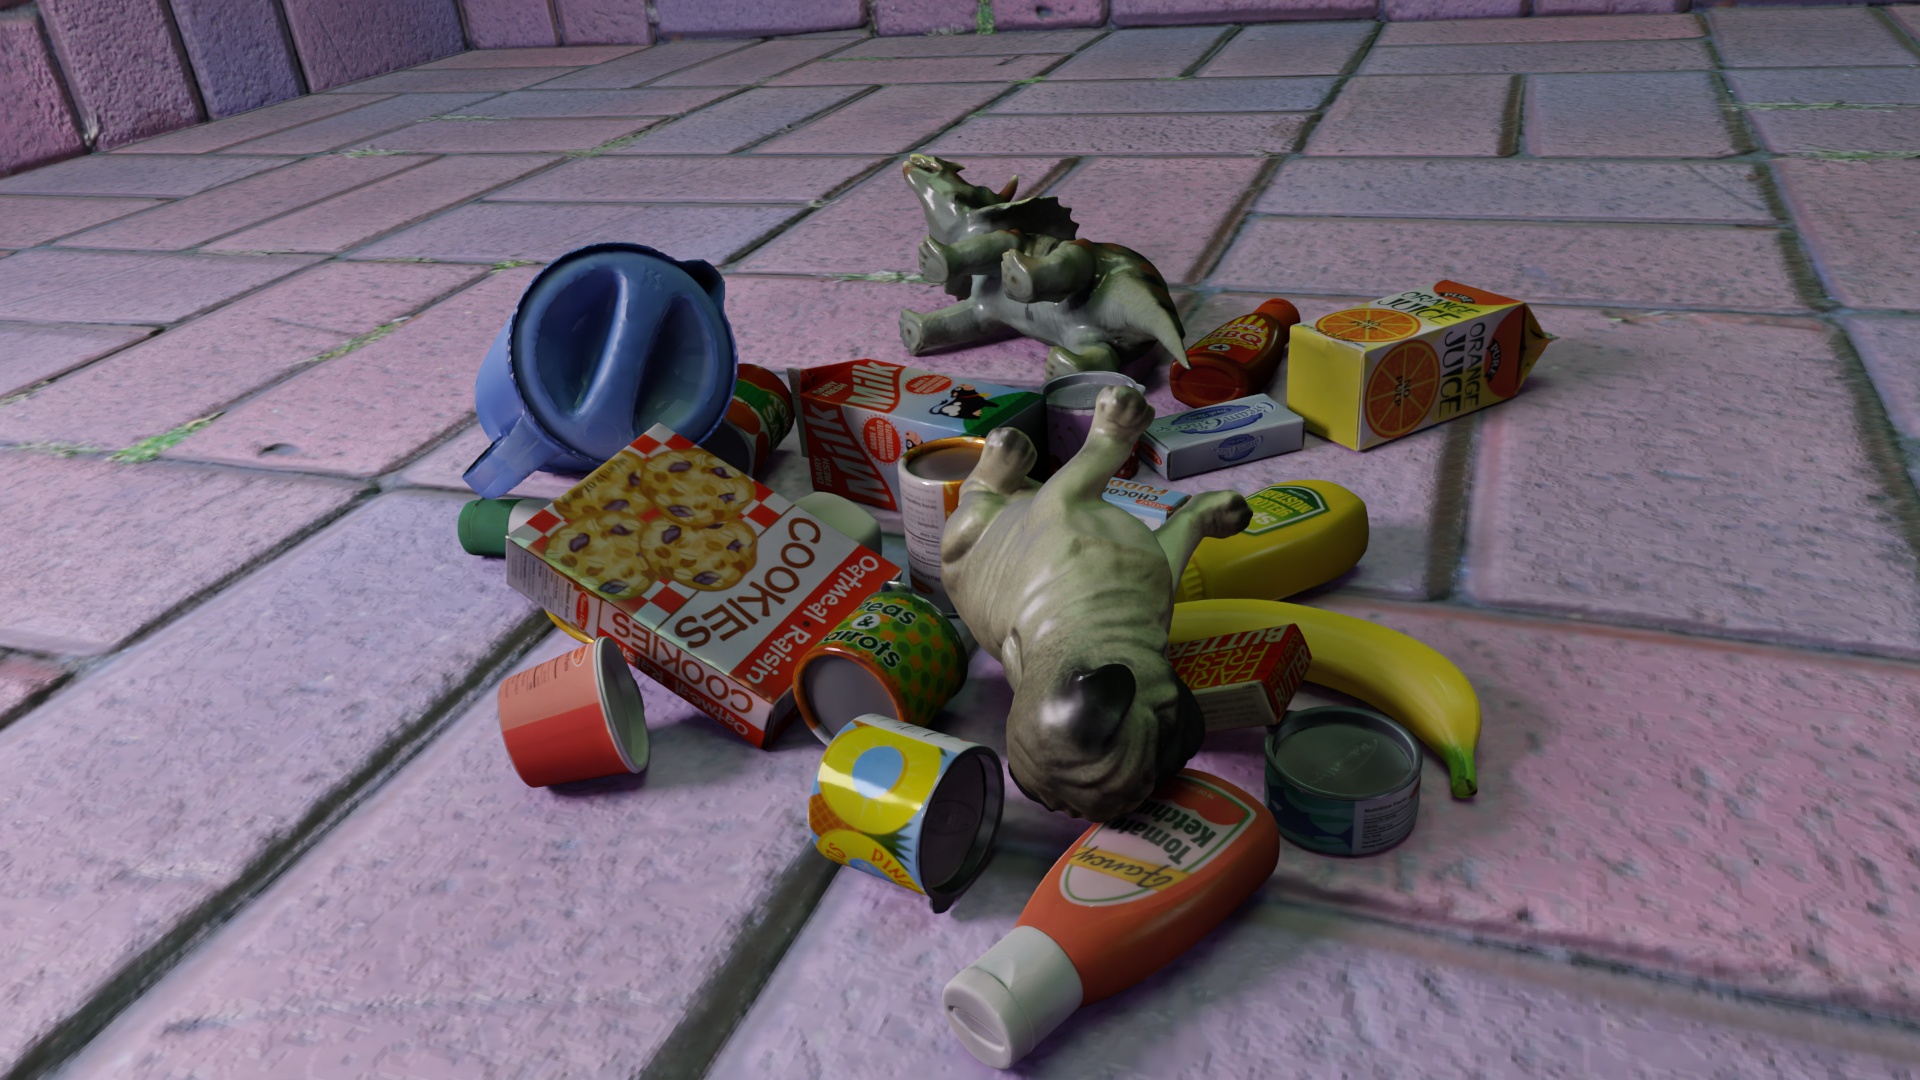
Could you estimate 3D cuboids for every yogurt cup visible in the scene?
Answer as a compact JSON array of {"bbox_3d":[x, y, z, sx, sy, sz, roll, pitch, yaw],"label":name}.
[{"bbox_3d":[-0.187,0.086,0.668,0.054,0.072,0.073,-16,28,-2],"label":"yogurt cup"}]

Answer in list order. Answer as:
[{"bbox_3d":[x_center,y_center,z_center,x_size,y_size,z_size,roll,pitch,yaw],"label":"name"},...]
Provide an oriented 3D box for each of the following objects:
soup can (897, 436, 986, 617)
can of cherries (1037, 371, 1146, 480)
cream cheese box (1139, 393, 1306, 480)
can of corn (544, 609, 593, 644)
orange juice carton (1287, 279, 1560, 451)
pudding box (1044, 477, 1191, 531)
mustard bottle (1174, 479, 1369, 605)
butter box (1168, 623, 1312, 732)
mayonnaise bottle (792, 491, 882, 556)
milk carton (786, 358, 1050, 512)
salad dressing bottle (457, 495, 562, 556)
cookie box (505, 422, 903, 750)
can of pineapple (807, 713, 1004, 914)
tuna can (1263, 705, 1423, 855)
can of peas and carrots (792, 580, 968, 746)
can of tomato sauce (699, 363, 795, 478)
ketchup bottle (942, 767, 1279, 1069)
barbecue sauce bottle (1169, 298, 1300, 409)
[{"bbox_3d":[0.003,-0.010,0.792,0.071,0.083,0.072,-4,27,2],"label":"soup can"},{"bbox_3d":[0.088,-0.074,0.925,0.071,0.058,0.072,-4,27,2],"label":"can of cherries"},{"bbox_3d":[0.175,-0.071,0.940,0.104,0.024,0.053,-13,29,-15],"label":"cream cheese box"},{"bbox_3d":[-0.201,0.019,0.794,0.071,0.070,0.058,7,30,22],"label":"can of corn"},{"bbox_3d":[0.326,-0.130,0.973,0.193,0.072,0.072,-19,30,-24],"label":"orange juice carton"},{"bbox_3d":[0.091,-0.009,0.811,0.084,0.049,0.030,14,32,33],"label":"pudding box"},{"bbox_3d":[0.151,0.010,0.764,0.161,0.048,0.065,-20,27,-27],"label":"mustard bottle"},{"bbox_3d":[0.108,0.069,0.651,0.103,0.024,0.053,-14,19,37],"label":"butter box"},{"bbox_3d":[-0.116,0.021,0.801,0.065,0.041,0.149,26,42,34],"label":"mayonnaise bottle"},{"bbox_3d":[-0.040,-0.069,0.922,0.190,0.072,0.074,15,34,34],"label":"milk carton"},{"bbox_3d":[-0.243,-0.008,0.875,0.147,0.043,0.064,1,29,15],"label":"salad dressing bottle"},{"bbox_3d":[-0.133,0.020,0.733,0.167,0.040,0.123,30,44,12],"label":"cookie box"},{"bbox_3d":[-0.023,0.113,0.585,0.058,0.070,0.071,12,32,31],"label":"can of pineapple"},{"bbox_3d":[0.163,0.103,0.605,0.071,0.032,0.071,-4,28,2],"label":"tuna can"},{"bbox_3d":[-0.039,0.064,0.674,0.071,0.070,0.059,11,32,28],"label":"can of peas and carrots"},{"bbox_3d":[-0.158,-0.077,0.965,0.071,0.071,0.083,2,29,13],"label":"can of tomato sauce"},{"bbox_3d":[0.057,0.144,0.536,0.065,0.043,0.149,18,36,42],"label":"ketchup bottle"},{"bbox_3d":[0.215,-0.143,1.048,0.065,0.043,0.149,11,32,30],"label":"barbecue sauce bottle"}]
